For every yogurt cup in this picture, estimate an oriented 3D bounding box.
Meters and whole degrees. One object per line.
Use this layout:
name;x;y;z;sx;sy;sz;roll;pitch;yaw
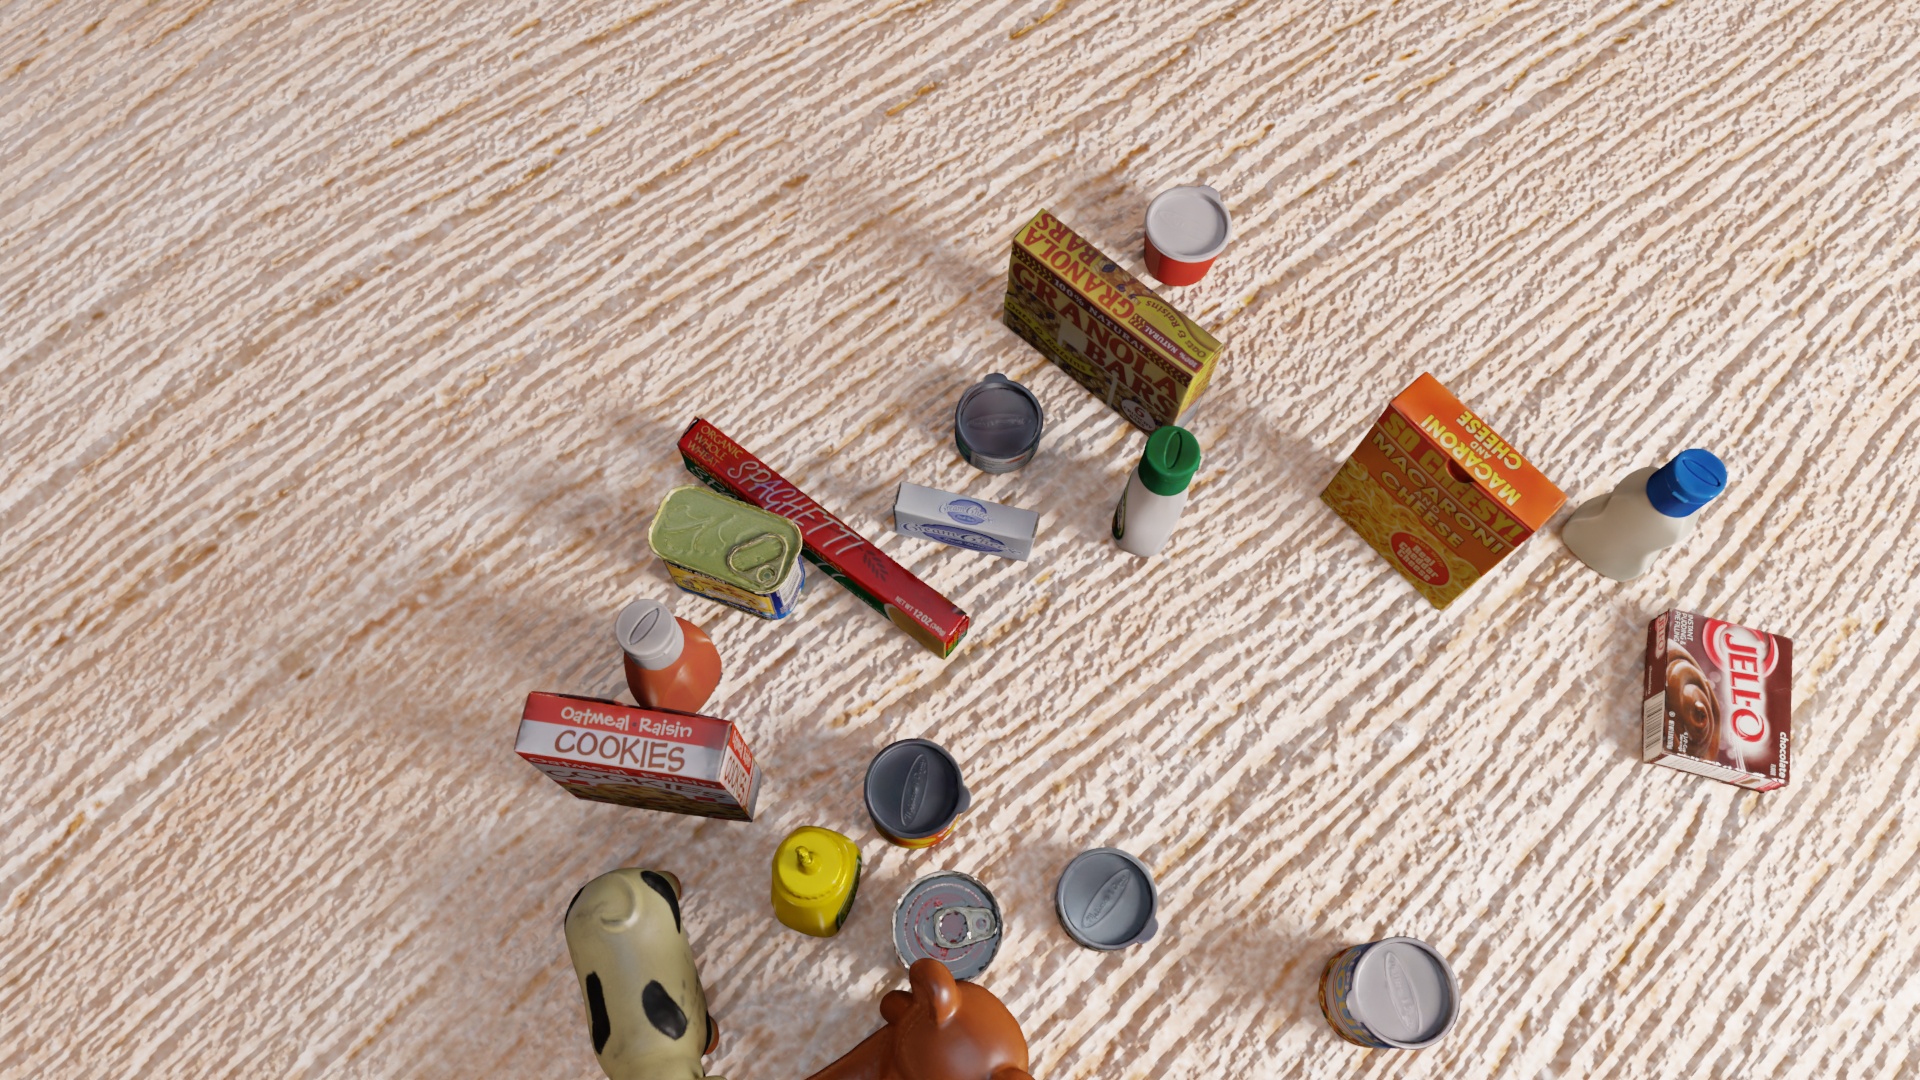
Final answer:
yogurt cup;0.175;-0.237;1.095;0.072;0.053;0.072;1;70;-2

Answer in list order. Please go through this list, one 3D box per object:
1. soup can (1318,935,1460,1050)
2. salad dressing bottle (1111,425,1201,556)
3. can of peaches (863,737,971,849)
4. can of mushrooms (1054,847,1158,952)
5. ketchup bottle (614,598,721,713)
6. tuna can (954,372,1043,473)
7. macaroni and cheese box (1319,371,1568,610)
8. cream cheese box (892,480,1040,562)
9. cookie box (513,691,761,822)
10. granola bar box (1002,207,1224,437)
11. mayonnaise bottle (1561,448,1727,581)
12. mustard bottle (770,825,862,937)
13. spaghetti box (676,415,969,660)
soup can;0.268;0.290;0.885;0.071;0.083;0.071;1;70;-2
salad dressing bottle;0.136;-0.034;0.968;0.044;0.147;0.064;16;70;4
can of peaches;-0.029;0.172;0.933;0.071;0.058;0.071;1;70;-2
can of mushrooms;0.098;0.241;0.924;0.071;0.033;0.071;1;70;-2
ketchup bottle;-0.194;0.078;0.915;0.043;0.148;0.065;33;72;10
tuna can;0.028;-0.088;1.046;0.071;0.032;0.071;1;70;-2
macaroni and cheese box;0.328;-0.029;0.962;0.040;0.166;0.124;-40;76;-15
cream cheese box;0.004;-0.013;1.006;0.104;0.053;0.024;13;70;3
cookie box;-0.198;0.140;0.881;0.123;0.167;0.040;8;70;1
granola bar box;0.107;-0.153;1.024;0.166;0.123;0.039;40;74;12
mayonnaise bottle;0.481;-0.019;0.974;0.065;0.147;0.041;40;74;12
mustard bottle;-0.091;0.209;0.863;0.049;0.159;0.065;16;70;4
spaghetti box;-0.101;-0.002;1.000;0.250;0.050;0.029;36;73;11
